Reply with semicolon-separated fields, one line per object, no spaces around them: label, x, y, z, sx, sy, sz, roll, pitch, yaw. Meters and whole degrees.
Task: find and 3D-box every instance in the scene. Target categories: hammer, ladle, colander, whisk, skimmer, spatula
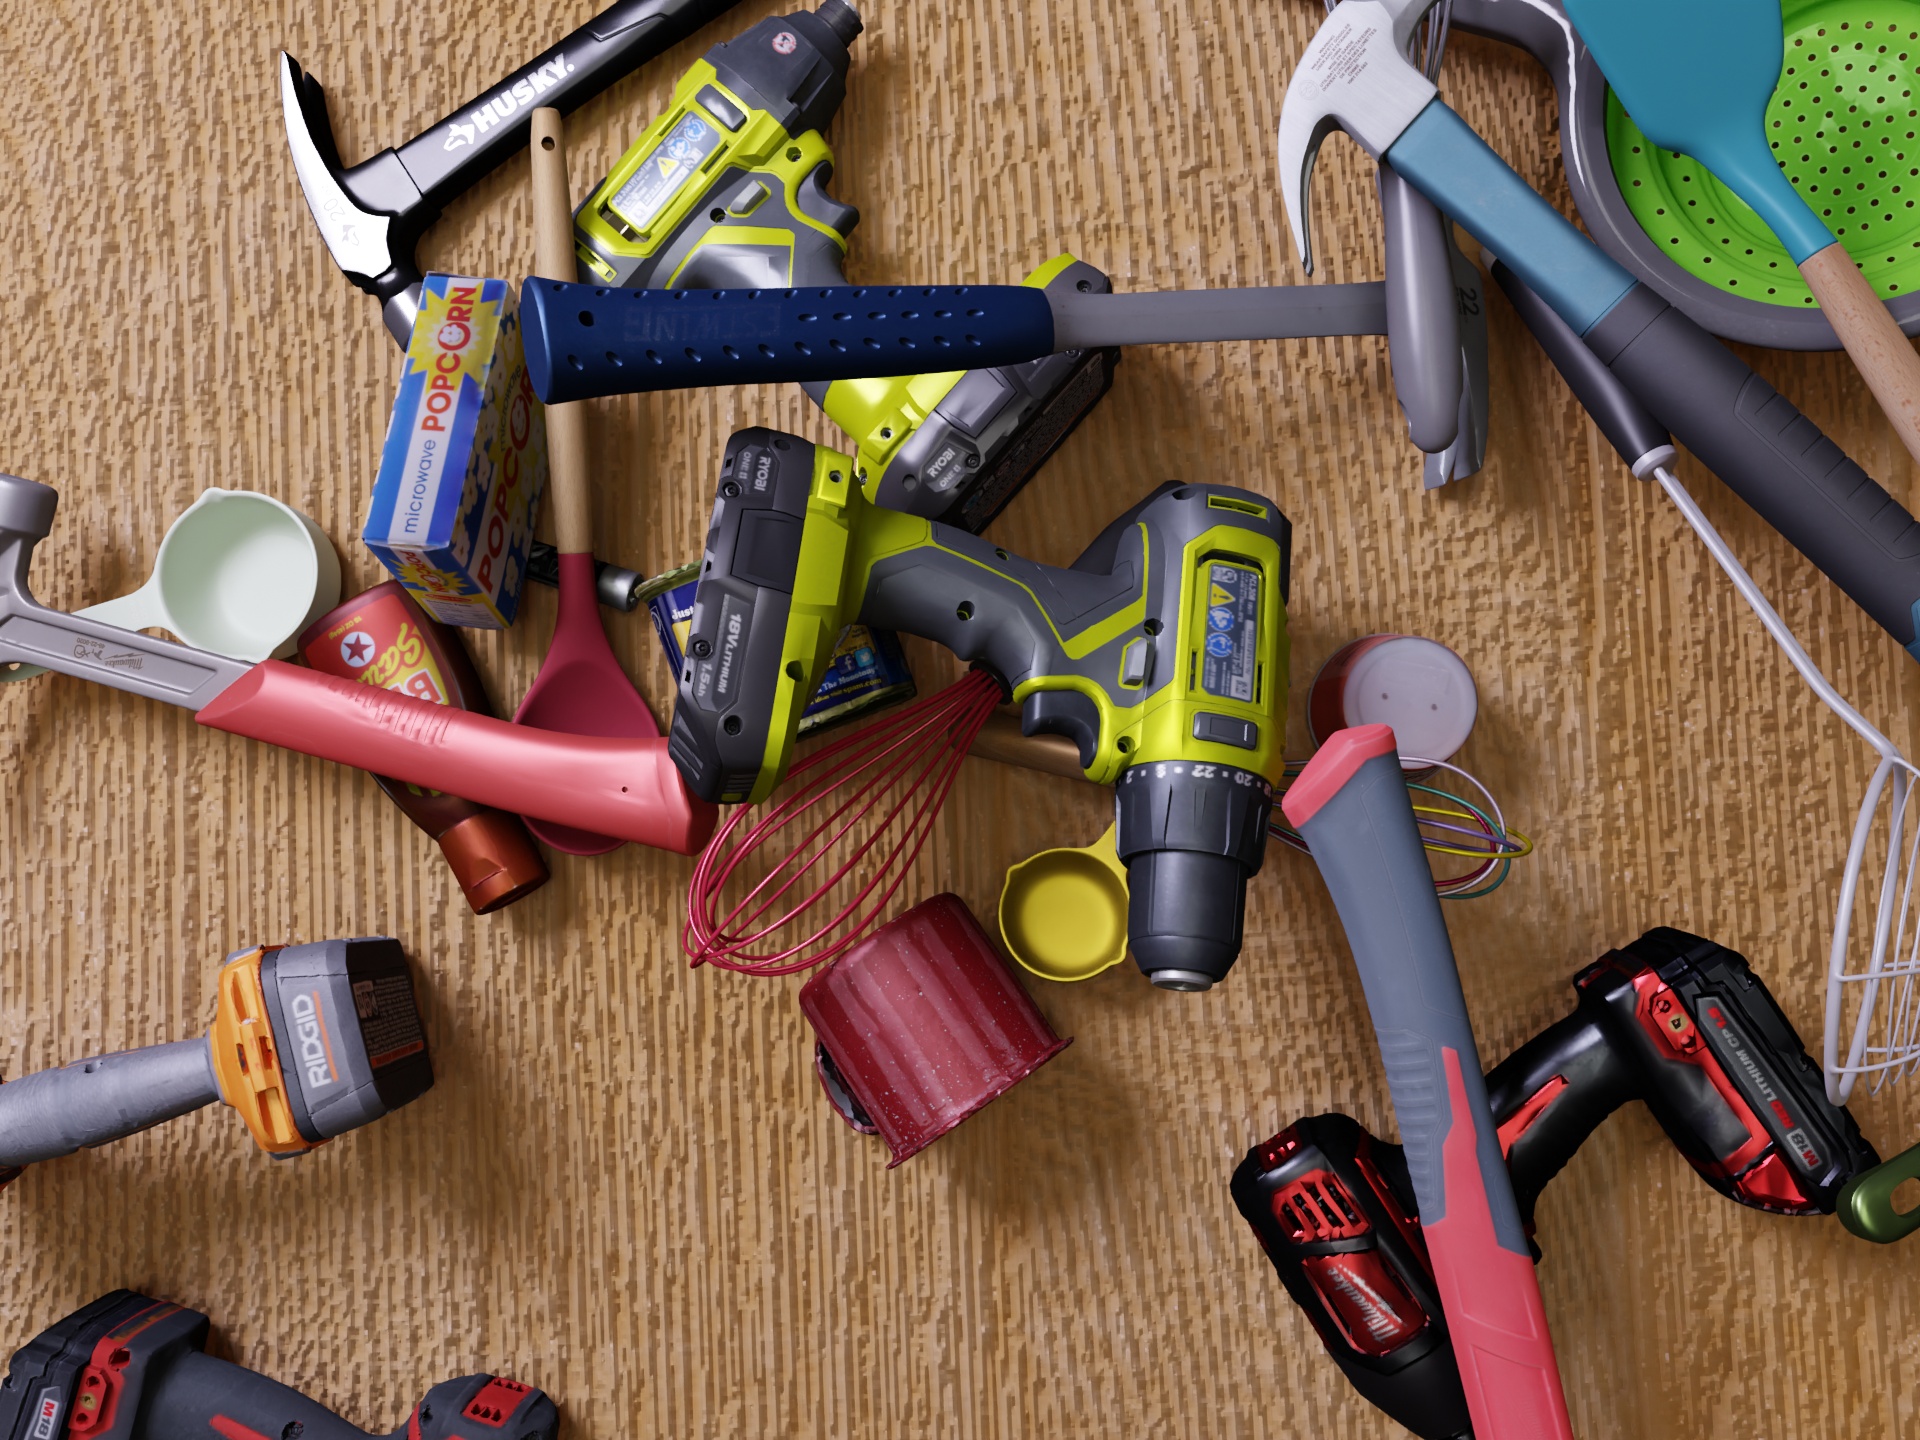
hammer;-0.155;-0.318;0.726;0.335;0.035;0.146;-34;85;2
ladle;-0.169;-0.098;0.685;0.069;0.031;0.315;-4;100;-18
colander;0.284;-0.280;0.663;0.397;0.094;0.204;27;107;23
whisk;0.108;0.028;0.656;0.245;0.051;0.047;12;45;23
hammer;0.042;-0.147;0.606;0.405;0.035;0.144;-9;86;-25
whisk;-0.001;-0.002;0.655;0.073;0.073;0.296;44;73;6
hammer;0.248;-0.141;0.579;0.331;0.033;0.128;46;107;9
whisk;0.177;-0.225;0.636;0.055;0.055;0.239;-6;90;5
skimmer;0.280;-0.036;0.623;0.090;0.127;0.364;-37;66;28
hammer;-0.277;0.006;0.674;0.359;0.036;0.149;15;92;9
hammer;0.205;0.187;0.587;0.143;0.038;0.386;-14;93;7
spatula;0.326;-0.150;0.574;0.082;0.044;0.317;-29;82;1

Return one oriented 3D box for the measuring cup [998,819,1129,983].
measuring cup;0.077;0.048;0.692;0.062;0.029;0.156;37;78;14

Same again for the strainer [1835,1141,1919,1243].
strainer;0.427;0.128;0.613;0.256;0.069;0.151;-26;84;-10

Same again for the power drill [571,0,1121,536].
power drill;-0.045;-0.197;0.690;0.223;0.080;0.171;42;91;9

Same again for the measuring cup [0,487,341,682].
measuring cup;-0.363;-0.049;0.728;0.167;0.038;0.083;-19;85;6

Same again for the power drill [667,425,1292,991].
power drill;0.013;-0.008;0.590;0.228;0.080;0.191;11;70;-10

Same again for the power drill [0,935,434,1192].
power drill;-0.348;0.155;0.667;0.226;0.164;0.084;-15;85;-8

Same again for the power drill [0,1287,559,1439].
power drill;-0.297;0.357;0.679;0.226;0.080;0.188;15;88;3

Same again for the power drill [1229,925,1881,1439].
power drill;0.236;0.191;0.641;0.219;0.078;0.143;-32;84;5
